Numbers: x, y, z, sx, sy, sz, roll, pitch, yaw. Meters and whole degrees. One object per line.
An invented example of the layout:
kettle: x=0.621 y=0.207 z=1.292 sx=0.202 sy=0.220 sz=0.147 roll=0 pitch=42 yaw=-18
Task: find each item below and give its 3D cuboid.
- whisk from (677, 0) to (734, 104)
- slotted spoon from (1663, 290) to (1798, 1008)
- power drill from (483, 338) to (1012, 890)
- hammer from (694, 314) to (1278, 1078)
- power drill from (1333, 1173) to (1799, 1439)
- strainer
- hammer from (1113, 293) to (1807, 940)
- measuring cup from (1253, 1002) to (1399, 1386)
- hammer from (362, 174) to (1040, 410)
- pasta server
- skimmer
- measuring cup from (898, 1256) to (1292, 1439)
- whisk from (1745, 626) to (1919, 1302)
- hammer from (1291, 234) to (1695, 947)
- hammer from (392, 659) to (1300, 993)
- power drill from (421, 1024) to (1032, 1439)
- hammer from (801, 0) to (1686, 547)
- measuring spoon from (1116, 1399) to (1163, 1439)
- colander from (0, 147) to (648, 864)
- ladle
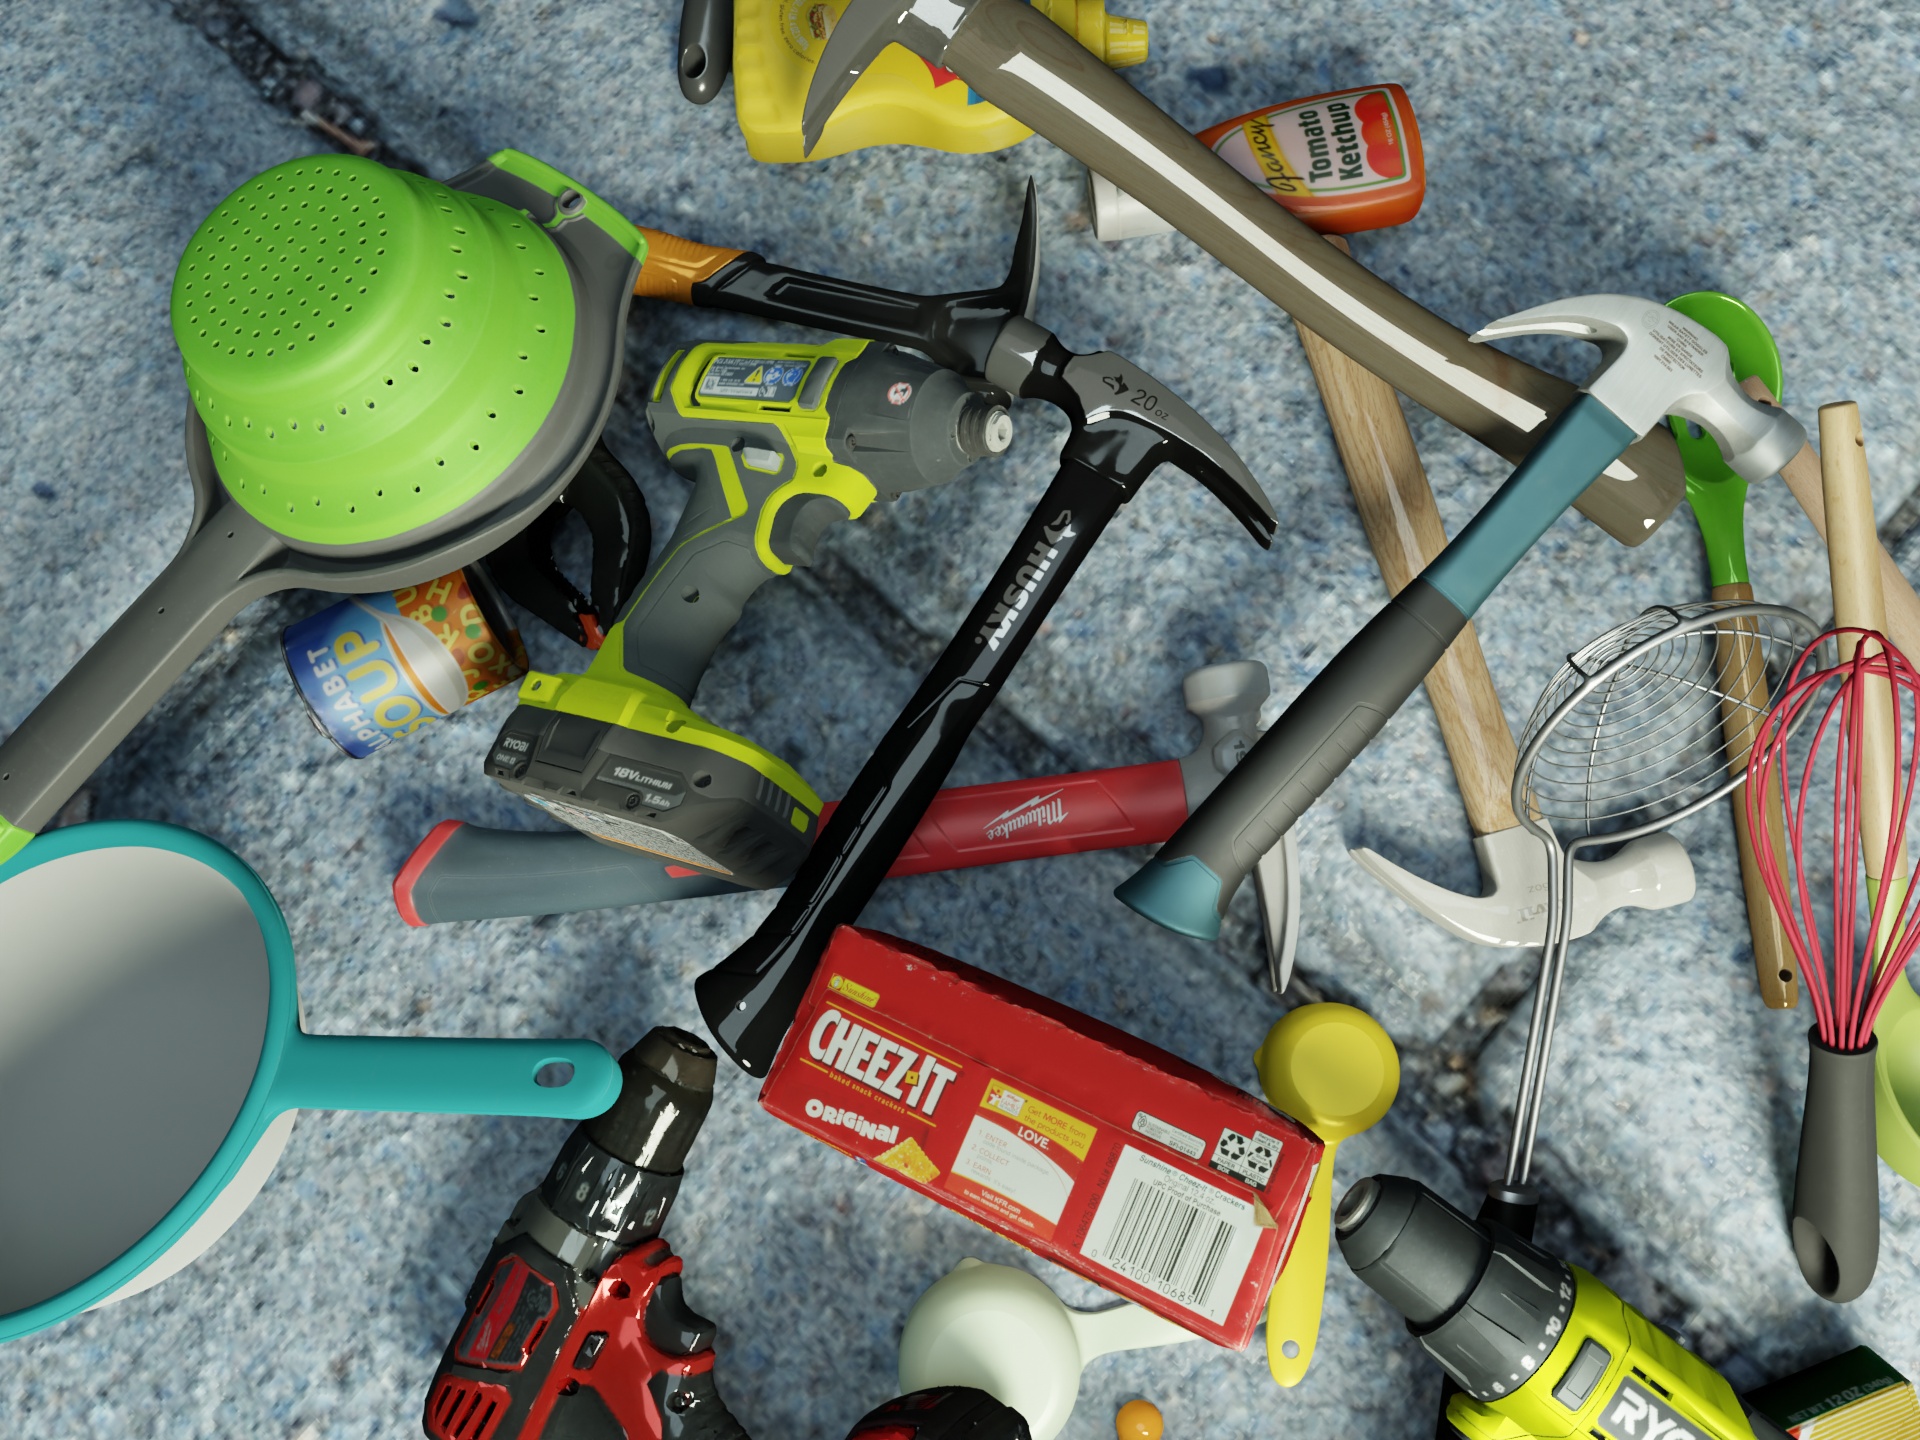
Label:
whisk: x=-0.113 y=-0.416 z=0.778 sx=0.055 sy=0.055 sz=0.239 roll=8 pitch=85 yaw=4
slotted spoon: x=0.337 y=-0.033 z=0.695 sx=0.070 sy=0.031 sz=0.314 roll=-3 pitch=81 yaw=2
power drill: x=-0.084 y=-0.054 z=0.646 sx=0.171 sy=0.080 sz=0.223 roll=11 pitch=71 yaw=33
hammer: x=-0.001 y=-0.002 z=0.661 sx=0.146 sy=0.035 sz=0.335 roll=31 pitch=81 yaw=10
power drill: x=0.171 y=0.297 z=0.569 sx=0.190 sy=0.080 sz=0.228 roll=37 pitch=83 yaw=3
strainer: x=-0.289 y=0.152 z=0.641 sx=0.340 sy=0.095 sz=0.211 roll=-1 pitch=59 yaw=9
hammer: x=0.188 y=-0.038 z=0.649 sx=0.128 sy=0.033 sz=0.331 roll=42 pitch=89 yaw=0
measuring cup: x=0.146 y=0.193 z=0.654 sx=0.062 sy=0.029 sz=0.157 roll=10 pitch=74 yaw=5
hammer: x=-0.130 y=-0.220 z=0.748 sx=0.337 sy=0.034 sz=0.127 roll=13 pitch=81 yaw=5
pasta server: x=0.417 y=-0.010 z=0.673 sx=0.060 sy=0.040 sz=0.316 roll=-30 pitch=82 yaw=-3
skimmer: x=0.247 y=0.132 z=0.613 sx=0.127 sy=0.090 sz=0.363 roll=10 pitch=90 yaw=-30
measuring cup: x=0.055 y=0.254 z=0.649 sx=0.167 sy=0.038 sz=0.083 roll=-13 pitch=79 yaw=1
whisk: x=0.329 y=0.103 z=0.592 sx=0.073 sy=0.073 sz=0.295 roll=-11 pitch=114 yaw=1
hammer: x=0.202 y=-0.061 z=0.704 sx=0.130 sy=0.031 sz=0.331 roll=-16 pitch=79 yaw=-1
hammer: x=-0.050 y=0.068 z=0.690 sx=0.386 sy=0.038 sz=0.143 roll=-7 pitch=81 yaw=2
power drill: x=-0.087 y=0.246 z=0.619 sx=0.227 sy=0.080 sz=0.188 roll=27 pitch=88 yaw=22
hammer: x=0.127 y=-0.198 z=0.687 sx=0.410 sy=0.038 sz=0.146 roll=36 pitch=85 yaw=1
measuring spoon: x=0.062 y=0.337 z=0.647 sx=0.021 sy=0.011 sz=0.117 roll=14 pitch=81 yaw=5
colander: x=-0.304 y=-0.101 z=0.649 sx=0.205 sy=0.094 sz=0.397 roll=37 pitch=82 yaw=23
ladle: x=0.366 y=0.035 z=0.611 sx=0.078 sy=0.062 sz=0.320 roll=-22 pitch=105 yaw=-35
